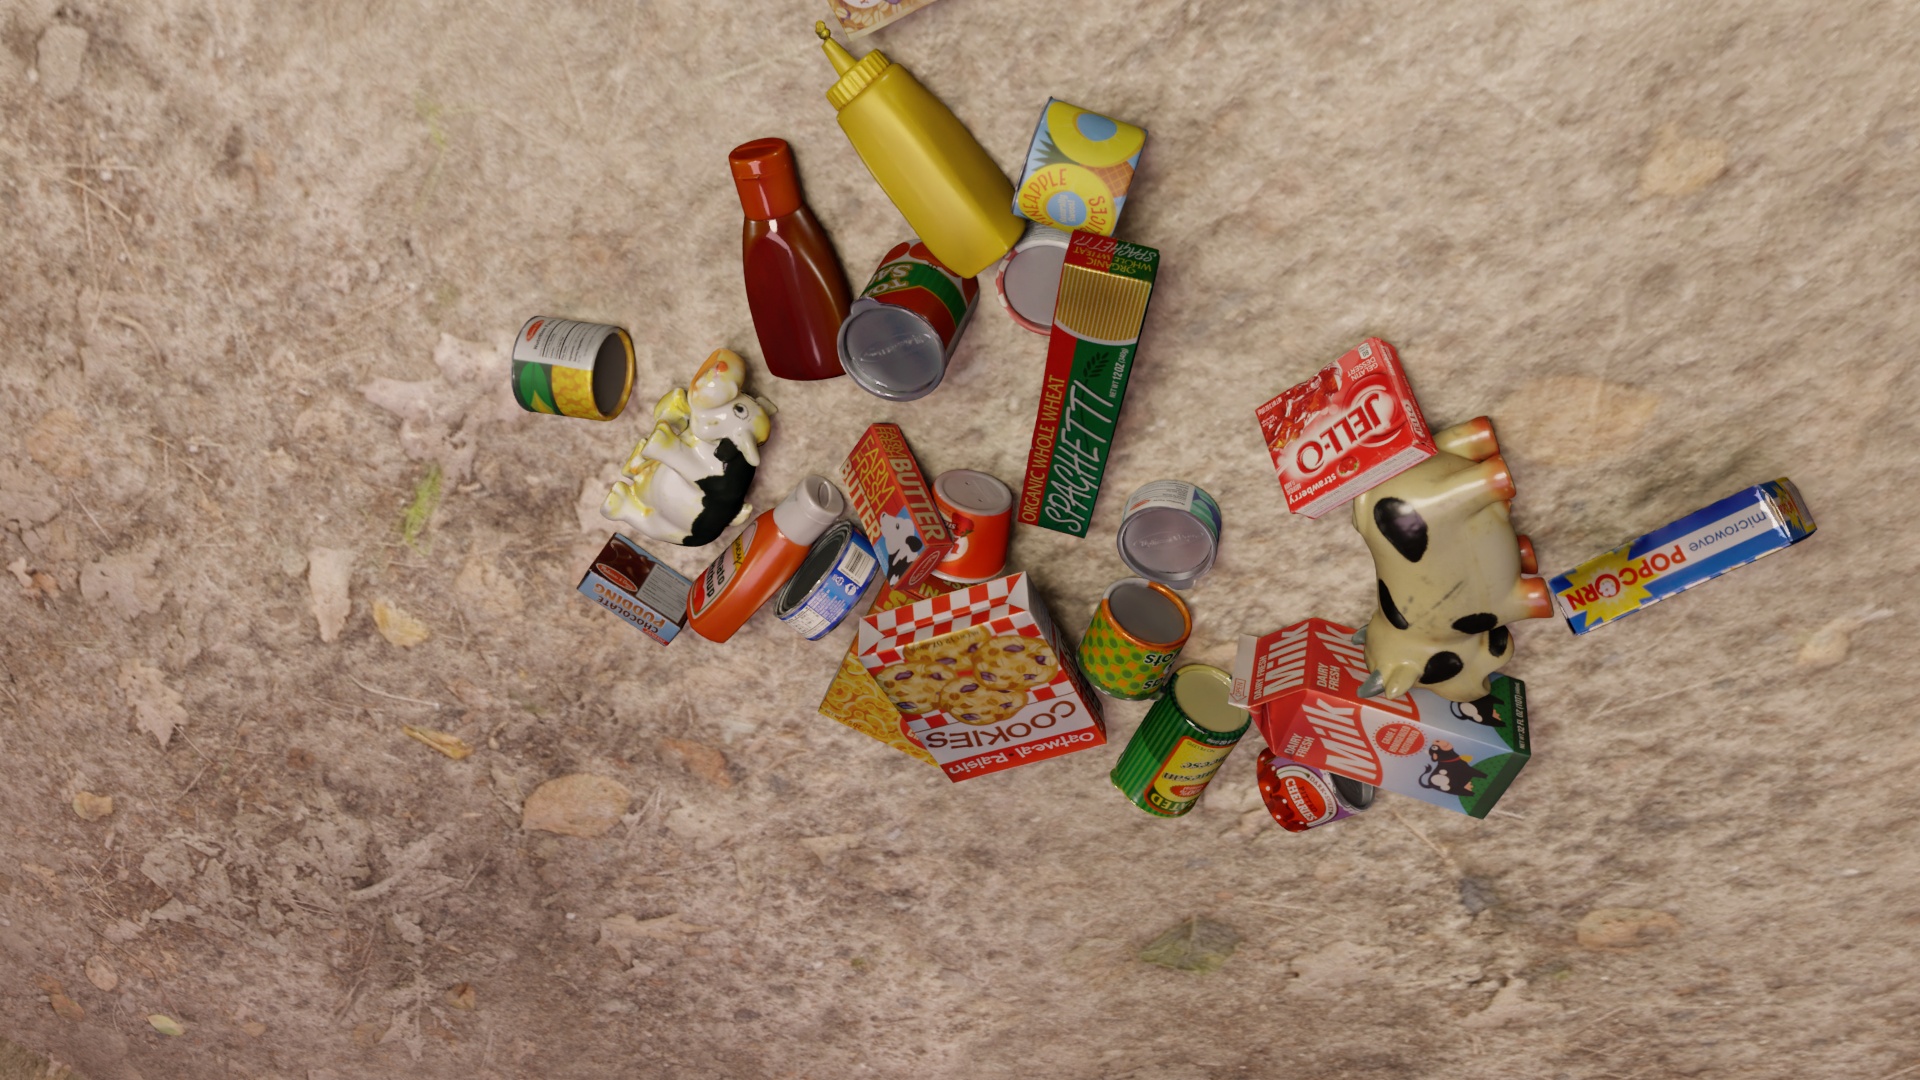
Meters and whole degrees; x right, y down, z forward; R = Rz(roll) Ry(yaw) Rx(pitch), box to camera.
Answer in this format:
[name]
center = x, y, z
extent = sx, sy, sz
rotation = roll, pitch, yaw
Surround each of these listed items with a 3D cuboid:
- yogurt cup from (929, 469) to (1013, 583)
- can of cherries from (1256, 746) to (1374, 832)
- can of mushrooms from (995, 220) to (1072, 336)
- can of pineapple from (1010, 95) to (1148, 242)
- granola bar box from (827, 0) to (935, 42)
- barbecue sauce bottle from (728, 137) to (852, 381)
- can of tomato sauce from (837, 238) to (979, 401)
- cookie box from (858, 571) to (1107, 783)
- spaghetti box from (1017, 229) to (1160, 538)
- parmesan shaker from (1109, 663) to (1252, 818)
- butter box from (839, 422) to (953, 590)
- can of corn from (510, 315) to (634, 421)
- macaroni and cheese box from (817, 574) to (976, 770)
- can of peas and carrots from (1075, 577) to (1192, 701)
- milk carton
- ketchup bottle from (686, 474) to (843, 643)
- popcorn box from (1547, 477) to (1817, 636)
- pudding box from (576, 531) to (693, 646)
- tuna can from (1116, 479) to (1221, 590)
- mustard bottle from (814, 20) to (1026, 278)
[yogurt cup]
center = 0.003, -0.012, 0.940
extent = 0.072, 0.073, 0.053
rotation = 17, 124, 4
[can of cherries]
center = 0.255, 0.173, 1.003
extent = 0.058, 0.072, 0.071
rotation = -29, 115, 36
[can of mushrooms]
center = 0.056, -0.154, 0.822
extent = 0.071, 0.034, 0.070
rotation = 9, 130, 11
[can of pineapple]
center = 0.064, -0.200, 0.757
extent = 0.058, 0.071, 0.070
rotation = 19, 132, 2
[granola bar box]
center = -0.042, -0.351, 0.688
extent = 0.124, 0.039, 0.165
rotation = -16, 122, 29
[barbecue sauce bottle]
center = -0.106, -0.171, 0.856
extent = 0.065, 0.044, 0.147
rotation = 0, 128, 18
[can of tomato sauce]
center = -0.031, -0.135, 0.834
extent = 0.071, 0.083, 0.070
rotation = 9, 131, 11
[cookie box]
center = 0.019, 0.100, 0.978
extent = 0.123, 0.040, 0.166
rotation = -17, 135, 15
[spaghetti box]
center = 0.072, -0.083, 0.839
extent = 0.050, 0.029, 0.248
rotation = 15, 147, 5
[parmesan shaker]
center = 0.160, 0.147, 1.014
extent = 0.071, 0.072, 0.102
rotation = 22, 132, 0
[butter box]
center = -0.044, -0.023, 0.928
extent = 0.024, 0.104, 0.053
rotation = -3, 147, -38
[can of corn]
center = -0.261, -0.114, 0.941
extent = 0.058, 0.071, 0.070
rotation = 9, 131, 11
[macaroni and cheese box]
center = -0.023, 0.097, 1.053
extent = 0.124, 0.040, 0.165
rotation = 25, 132, -5
[can of peas and carrots]
center = 0.122, 0.070, 0.963
extent = 0.071, 0.071, 0.058
rotation = 21, 131, 1
[milk carton]
center = 0.278, 0.115, 0.946
extent = 0.191, 0.073, 0.073
rotation = 18, 132, 4
[ketchup bottle]
center = -0.142, 0.011, 1.010
extent = 0.043, 0.065, 0.148
rotation = 31, 124, -27
[popcorn box]
center = 0.416, 0.009, 0.801
extent = 0.126, 0.085, 0.038
rotation = -33, 75, 36
[pudding box]
center = -0.247, 0.037, 1.072
extent = 0.083, 0.050, 0.030
rotation = 35, 129, -13
[tuna can]
center = 0.139, -0.004, 0.920
extent = 0.071, 0.033, 0.070
rotation = 9, 131, 11
[mustard bottle]
center = -0.029, -0.223, 0.777
extent = 0.048, 0.066, 0.160
rotation = -31, 108, 33
